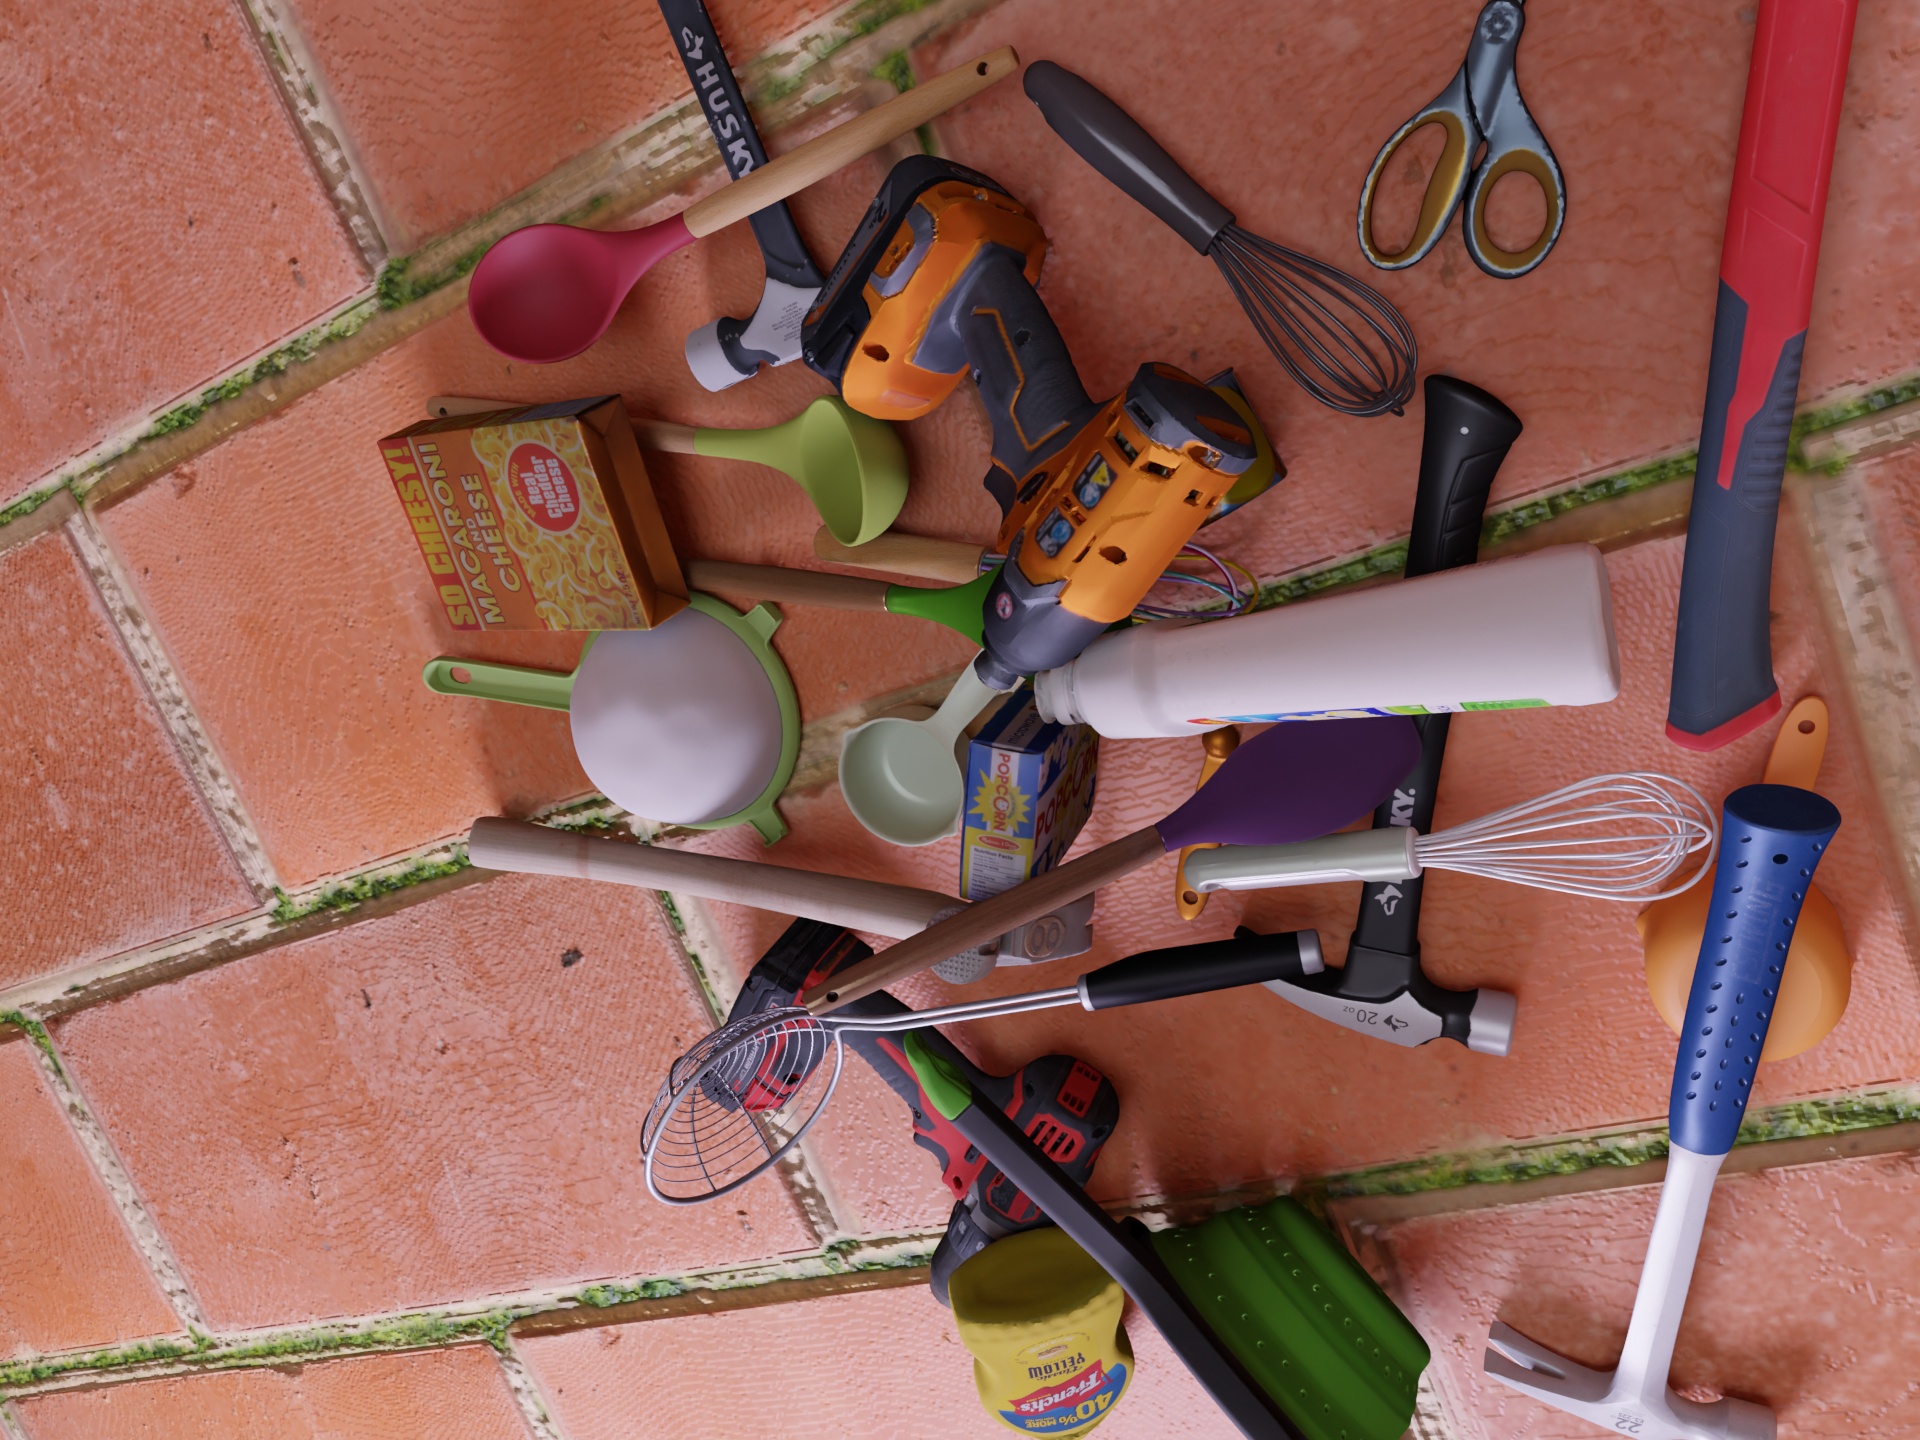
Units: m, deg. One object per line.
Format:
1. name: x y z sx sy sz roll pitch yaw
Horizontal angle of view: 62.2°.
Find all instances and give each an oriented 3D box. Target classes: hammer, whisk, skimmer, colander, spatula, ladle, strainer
1. hammer: -0.124 0.093 0.922 0.411 0.146 0.038 6 92 32
2. whisk: 0.116 -0.222 0.727 0.239 0.055 0.055 44 119 7
3. skimmer: 0.010 0.178 0.820 0.363 0.090 0.127 -12 147 13
4. whisk: 0.035 -0.078 0.821 0.245 0.051 0.047 11 78 24
5. whisk: 0.221 0.062 0.748 0.246 0.057 0.059 -8 71 28
6. colander: 0.128 0.267 0.819 0.094 0.205 0.396 -43 110 -1
7. spatula: 0.072 0.069 0.747 0.316 0.018 0.059 -24 98 -1
8. hammer: 0.216 0.002 0.772 0.146 0.035 0.334 10 112 19
9. hammer: -0.144 -0.380 0.786 0.149 0.036 0.409 -17 101 26
10. hammer: 0.317 -0.174 0.662 0.143 0.038 0.386 7 111 22
11. ladle: -0.172 -0.152 0.870 0.320 0.062 0.078 11 121 22
12. strainer: -0.222 -0.005 0.936 0.256 0.069 0.151 9 112 19
13. hammer: 0.339 0.205 0.748 0.144 0.035 0.405 9 124 21
14. ladle: -0.112 -0.256 0.782 0.315 0.031 0.069 -18 103 23

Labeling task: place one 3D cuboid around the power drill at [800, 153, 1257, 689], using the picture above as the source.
1. power drill: 0.016 -0.133 0.729 0.164 0.084 0.227 -53 55 29

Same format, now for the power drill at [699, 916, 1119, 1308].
1. power drill: -0.037 0.238 0.945 0.227 0.080 0.187 30 118 7

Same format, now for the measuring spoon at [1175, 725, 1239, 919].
1. measuring spoon: 0.128 0.056 0.841 0.021 0.011 0.116 14 114 18

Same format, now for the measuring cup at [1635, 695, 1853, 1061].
1. measuring cup: 0.367 0.076 0.723 0.095 0.052 0.173 12 115 19

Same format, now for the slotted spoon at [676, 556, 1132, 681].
1. slotted spoon: -0.056 -0.065 0.840 0.314 0.031 0.070 10 121 32

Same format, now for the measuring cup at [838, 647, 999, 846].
1. measuring cup: -0.001 -0.003 0.860 0.083 0.038 0.167 41 119 5
